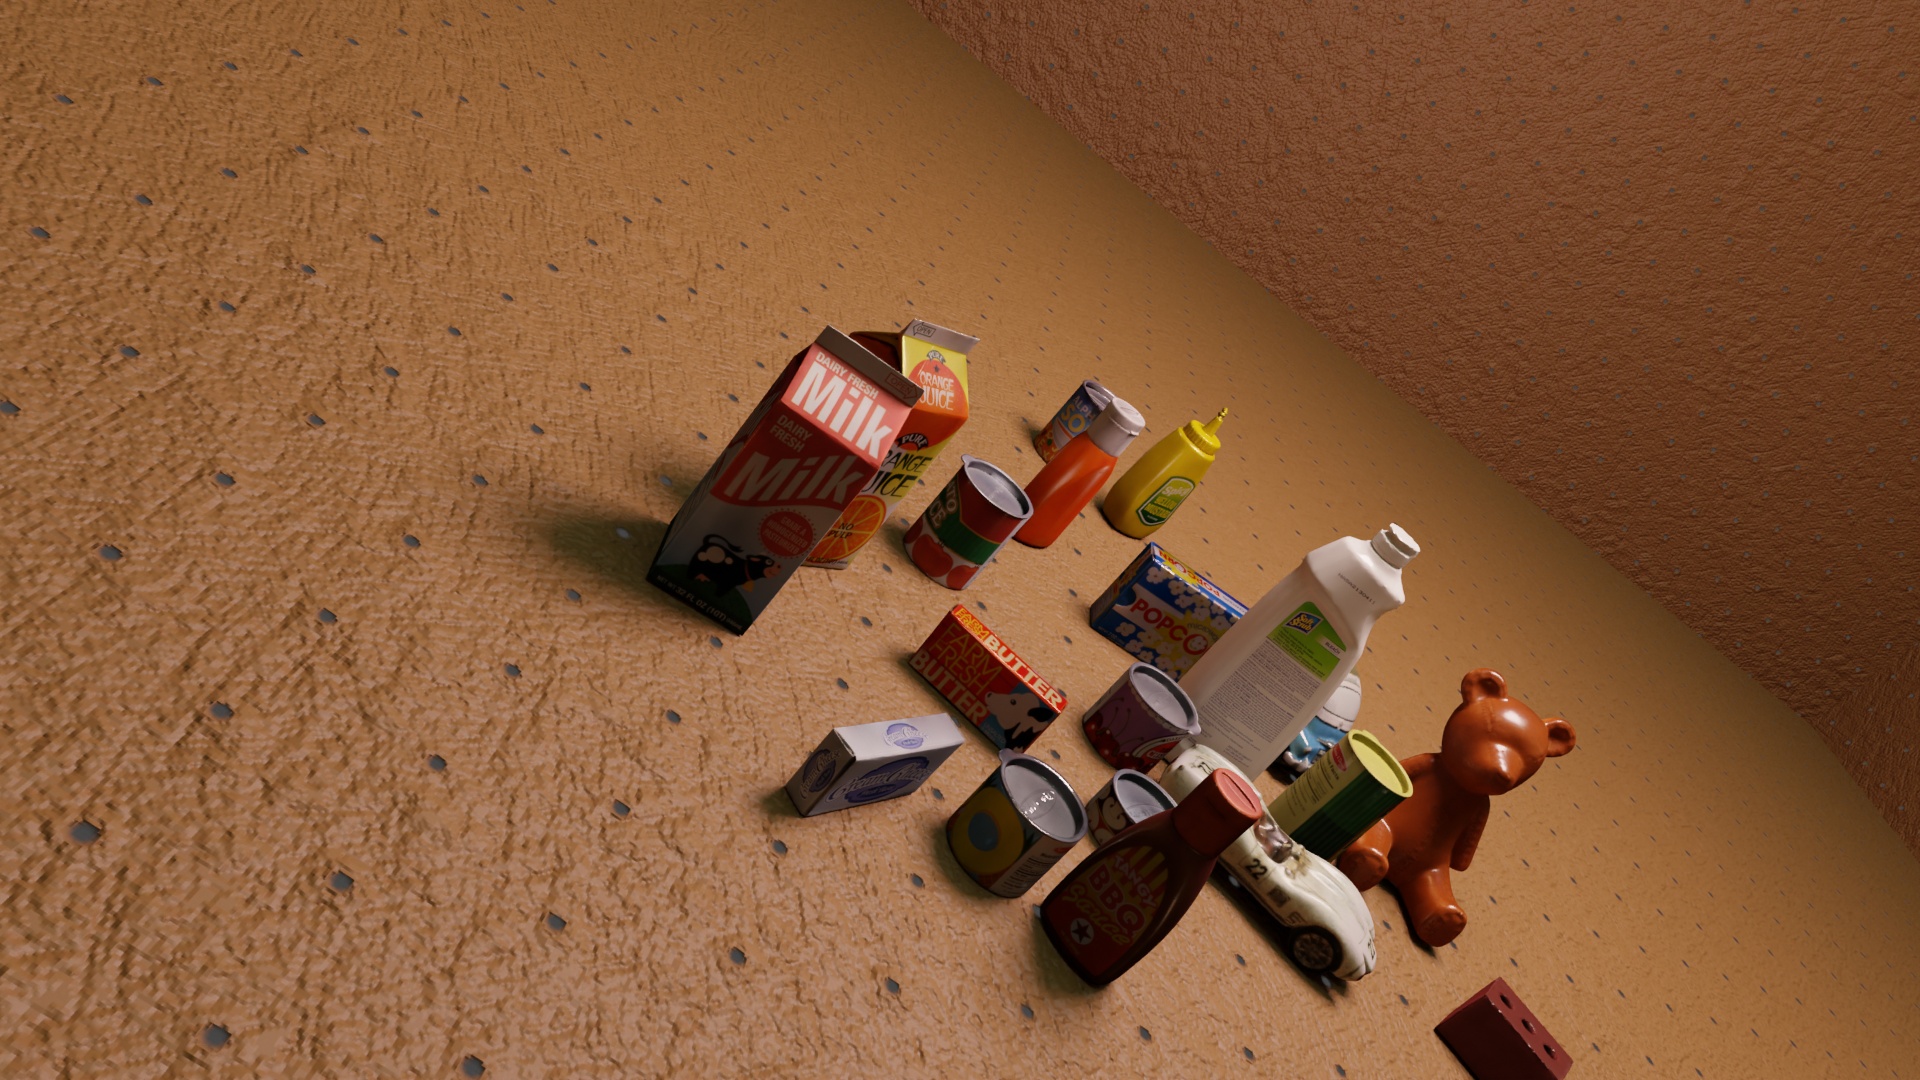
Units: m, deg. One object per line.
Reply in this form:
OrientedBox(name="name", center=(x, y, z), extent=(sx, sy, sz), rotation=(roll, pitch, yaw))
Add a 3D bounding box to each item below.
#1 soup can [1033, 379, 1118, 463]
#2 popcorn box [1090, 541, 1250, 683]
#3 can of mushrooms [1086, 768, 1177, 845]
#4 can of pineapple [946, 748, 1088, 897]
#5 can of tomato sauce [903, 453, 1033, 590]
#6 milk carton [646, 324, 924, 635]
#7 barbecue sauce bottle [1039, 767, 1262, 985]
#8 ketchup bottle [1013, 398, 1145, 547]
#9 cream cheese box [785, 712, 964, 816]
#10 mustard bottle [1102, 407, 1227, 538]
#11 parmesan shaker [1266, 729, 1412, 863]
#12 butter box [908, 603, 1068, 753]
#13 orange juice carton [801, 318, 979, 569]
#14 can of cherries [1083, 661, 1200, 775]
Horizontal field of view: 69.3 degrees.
OrientedBox(name="soup can", center=(0.125, -0.111, 1.419), extent=(0.071, 0.083, 0.072), rotation=(32, 25, -17))
OrientedBox(name="popcorn box", center=(0.187, 0.070, 1.199), extent=(0.126, 0.085, 0.038), rotation=(34, 25, -14))
OrientedBox(name="can of mushrooms", center=(0.123, 0.195, 0.957), extent=(0.071, 0.033, 0.071), rotation=(32, 25, -17))
OrientedBox(name="can of pineapple", center=(0.033, 0.171, 0.841), extent=(0.071, 0.057, 0.071), rotation=(32, 25, -17))
OrientedBox(name="can of tomato sauce", center=(0.004, -0.014, 1.081), extent=(0.071, 0.082, 0.071), rotation=(32, 25, -17))
OrientedBox(name="milk carton", center=(-0.105, -0.041, 0.840), extent=(0.072, 0.189, 0.074), rotation=(33, 25, -16))
OrientedBox(name="barbecue sauce bottle", center=(0.113, 0.192, 0.810), extent=(0.065, 0.148, 0.044), rotation=(51, 26, 23))
OrientedBox(name="ketchup bottle", center=(0.102, -0.059, 1.218), extent=(0.065, 0.148, 0.044), rotation=(7, 40, -51))
OrientedBox(name="cream cheese box", center=(-0.048, 0.128, 0.802), extent=(0.104, 0.053, 0.024), rotation=(2, 44, -54))
OrientedBox(name="mustard bottle", center=(0.211, -0.072, 1.383), extent=(0.065, 0.159, 0.049), rotation=(17, 33, -42))
OrientedBox(name="parmesan shaker", center=(0.297, 0.207, 1.104), extent=(0.071, 0.102, 0.071), rotation=(32, 25, -17))
OrientedBox(name="butter box", center=(0.018, 0.097, 0.951), extent=(0.103, 0.053, 0.024), rotation=(43, 24, 6))
OrientedBox(name="orange juice carton", center=(-0.065, -0.073, 0.950), extent=(0.072, 0.192, 0.073), rotation=(8, 39, -50))
OrientedBox(name="can of cherries", center=(0.137, 0.137, 1.046), extent=(0.071, 0.058, 0.072), rotation=(32, 25, -17))
